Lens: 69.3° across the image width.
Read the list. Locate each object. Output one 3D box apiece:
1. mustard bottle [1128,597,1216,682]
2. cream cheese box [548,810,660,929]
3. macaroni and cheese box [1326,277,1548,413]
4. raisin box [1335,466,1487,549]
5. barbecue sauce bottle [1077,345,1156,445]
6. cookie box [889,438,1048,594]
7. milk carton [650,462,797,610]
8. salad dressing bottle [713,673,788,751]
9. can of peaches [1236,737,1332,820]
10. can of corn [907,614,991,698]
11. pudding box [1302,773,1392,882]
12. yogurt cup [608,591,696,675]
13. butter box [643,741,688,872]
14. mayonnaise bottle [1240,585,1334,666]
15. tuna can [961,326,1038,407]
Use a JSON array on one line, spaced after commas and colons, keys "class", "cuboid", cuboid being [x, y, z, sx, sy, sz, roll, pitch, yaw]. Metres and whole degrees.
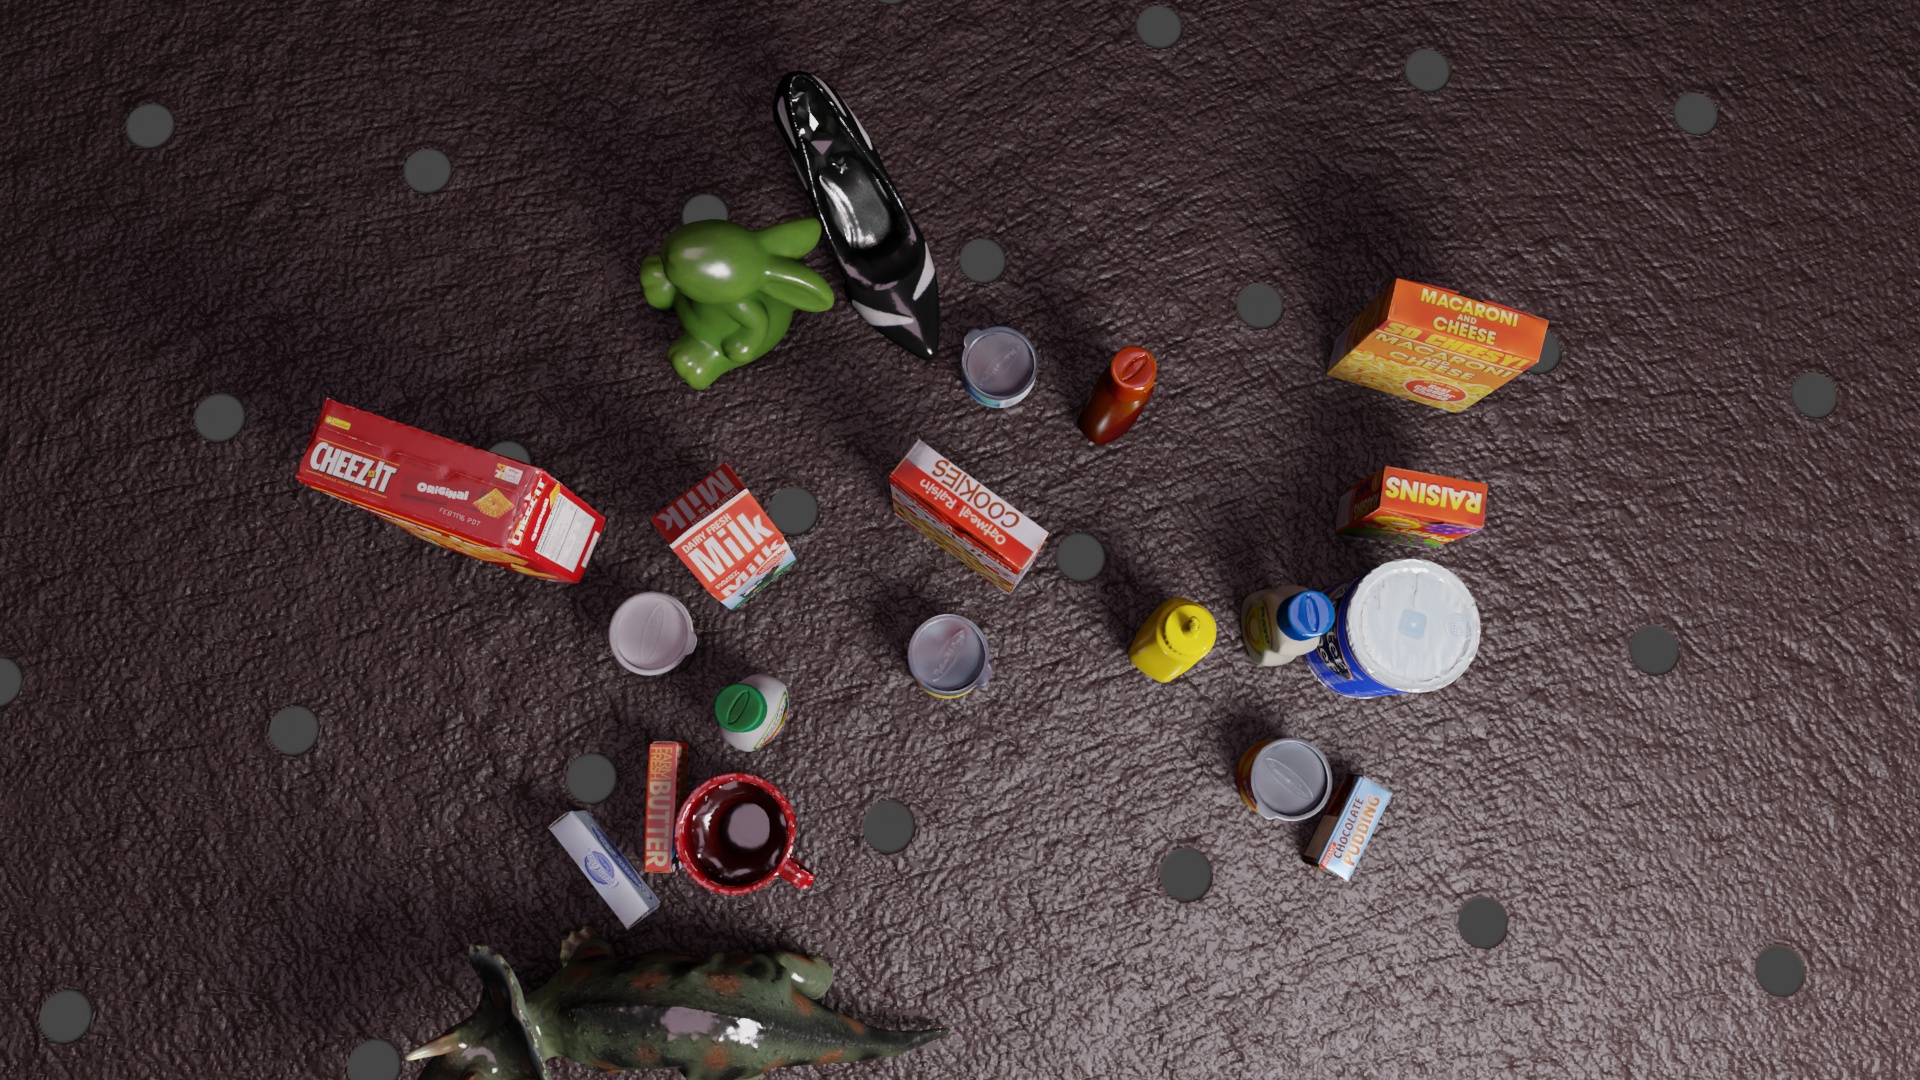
[{"class": "mustard bottle", "cuboid": [0.173, 0.077, 1.107, 0.049, 0.160, 0.065, 35, 82, 4]}, {"class": "cream cheese box", "cuboid": [-0.285, 0.263, 1.118, 0.024, 0.053, 0.104, -40, 84, -7]}, {"class": "macaroni and cheese box", "cuboid": [0.388, -0.159, 1.149, 0.124, 0.166, 0.040, 16, 81, 1]}, {"class": "raisin box", "cuboid": [0.370, -0.025, 1.148, 0.086, 0.123, 0.040, 11, 81, 0]}, {"class": "barbecue sauce bottle", "cuboid": [0.133, -0.122, 1.144, 0.065, 0.148, 0.044, -44, 85, -7]}, {"class": "cookie box", "cuboid": [0.004, -0.014, 1.114, 0.123, 0.167, 0.040, 36, 82, 4]}, {"class": "milk carton", "cuboid": [-0.185, -0.003, 1.095, 0.072, 0.190, 0.073, -39, 84, -7]}, {"class": "salad dressing bottle", "cuboid": [-0.166, 0.134, 1.094, 0.044, 0.147, 0.064, 29, 82, 3]}, {"class": "can of peaches", "cuboid": [0.263, 0.197, 1.141, 0.071, 0.058, 0.071, 0, 81, -1]}, {"class": "can of corn", "cuboid": [-0.008, 0.098, 1.150, 0.071, 0.058, 0.071, 0, 81, -1]}, {"class": "pudding box", "cuboid": [0.317, 0.235, 1.141, 0.030, 0.049, 0.084, 29, 81, 3]}, {"class": "yogurt cup", "cuboid": [-0.251, 0.079, 1.149, 0.072, 0.054, 0.072, 0, 81, -1]}, {"class": "butter box", "cuboid": [-0.239, 0.215, 1.127, 0.024, 0.053, 0.103, 1, 81, -1]}, {"class": "mayonnaise bottle", "cuboid": [0.262, 0.065, 1.117, 0.041, 0.148, 0.065, -7, 81, -3]}, {"class": "tuna can", "cuboid": [0.032, -0.151, 1.205, 0.071, 0.033, 0.071, 0, 81, -1]}]
